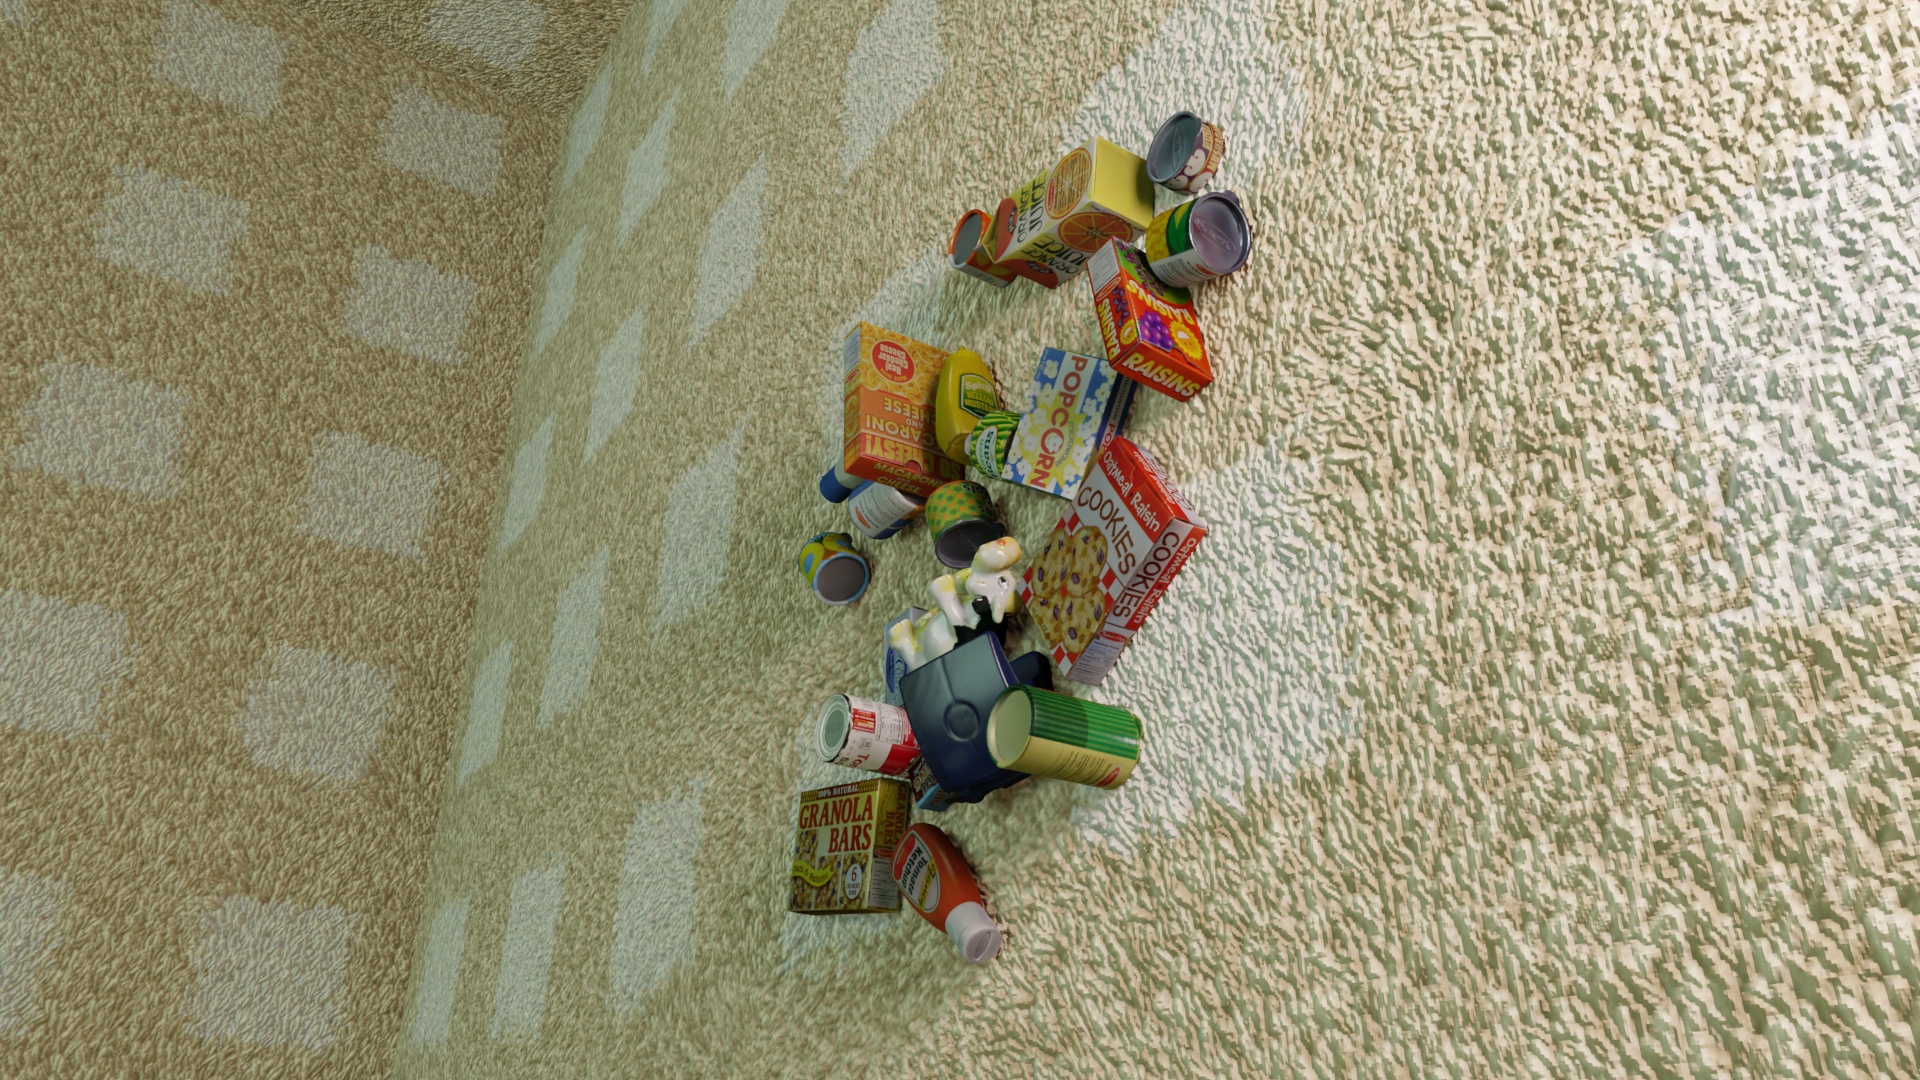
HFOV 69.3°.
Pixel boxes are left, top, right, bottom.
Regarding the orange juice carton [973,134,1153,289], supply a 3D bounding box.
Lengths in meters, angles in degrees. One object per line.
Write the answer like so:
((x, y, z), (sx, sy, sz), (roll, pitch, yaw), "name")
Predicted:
((0.094, -0.300, 1.318), (0.192, 0.072, 0.073), (-22, 57, 53), "orange juice carton")

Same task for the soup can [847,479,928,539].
((-0.068, -0.048, 1.462), (0.083, 0.071, 0.071), (-33, 48, 46), "soup can")

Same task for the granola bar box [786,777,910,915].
((-0.111, 0.305, 1.375), (0.165, 0.039, 0.124), (-23, 57, 53), "granola bar box")

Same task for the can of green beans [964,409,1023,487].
((0.050, -0.085, 1.284), (0.058, 0.071, 0.071), (21, 93, 59), "can of green beans")

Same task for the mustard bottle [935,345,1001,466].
((0.006, -0.145, 1.392), (0.048, 0.065, 0.161), (-51, 32, 39), "mustard bottle")

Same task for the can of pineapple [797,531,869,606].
((-0.139, 0.030, 1.536), (0.071, 0.071, 0.058), (-65, 32, 13), "can of pineapple")

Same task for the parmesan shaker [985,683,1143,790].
((0.081, 0.150, 1.076), (0.071, 0.103, 0.071), (-34, 48, 47), "parmesan shaker")

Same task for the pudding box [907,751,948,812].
((-0.012, 0.205, 1.273), (0.083, 0.030, 0.050), (-52, 37, 32), "pudding box")

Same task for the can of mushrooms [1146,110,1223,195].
((0.196, -0.337, 1.207), (0.070, 0.033, 0.071), (-35, 46, 47), "can of mushrooms")

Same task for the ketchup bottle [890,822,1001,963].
((-0.011, 0.308, 1.206), (0.149, 0.043, 0.064), (39, 109, 57), "ketchup bottle")

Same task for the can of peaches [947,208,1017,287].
((0.029, -0.306, 1.441), (0.071, 0.058, 0.071), (-33, 48, 48), "can of peaches")

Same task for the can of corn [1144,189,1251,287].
((0.194, -0.246, 1.132), (0.058, 0.071, 0.071), (-8, 69, 58), "can of corn")

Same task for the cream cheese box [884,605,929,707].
((-0.053, 0.123, 1.388), (0.053, 0.024, 0.104), (-37, 45, 45), "cream cheese box")

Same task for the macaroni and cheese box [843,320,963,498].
((-0.059, -0.133, 1.430), (0.040, 0.124, 0.167), (-38, 45, 46), "macaroni and cheese box")

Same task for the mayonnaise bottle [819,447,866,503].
((-0.104, -0.089, 1.515), (0.147, 0.041, 0.065), (-39, 38, 46), "mayonnaise bottle")

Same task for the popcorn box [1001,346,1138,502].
((0.096, -0.100, 1.218), (0.085, 0.038, 0.126), (20, 92, 37), "popcorn box")

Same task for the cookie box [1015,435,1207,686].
((0.120, 0.016, 1.143), (0.166, 0.040, 0.123), (-58, 33, 23), "cookie box")

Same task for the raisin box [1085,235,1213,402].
((0.155, -0.182, 1.142), (0.040, 0.086, 0.124), (-39, 43, 37), "raisin box")

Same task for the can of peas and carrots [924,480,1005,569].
((0.005, -0.017, 1.326), (0.070, 0.071, 0.059), (-52, 36, 31), "can of peas and carrots")
